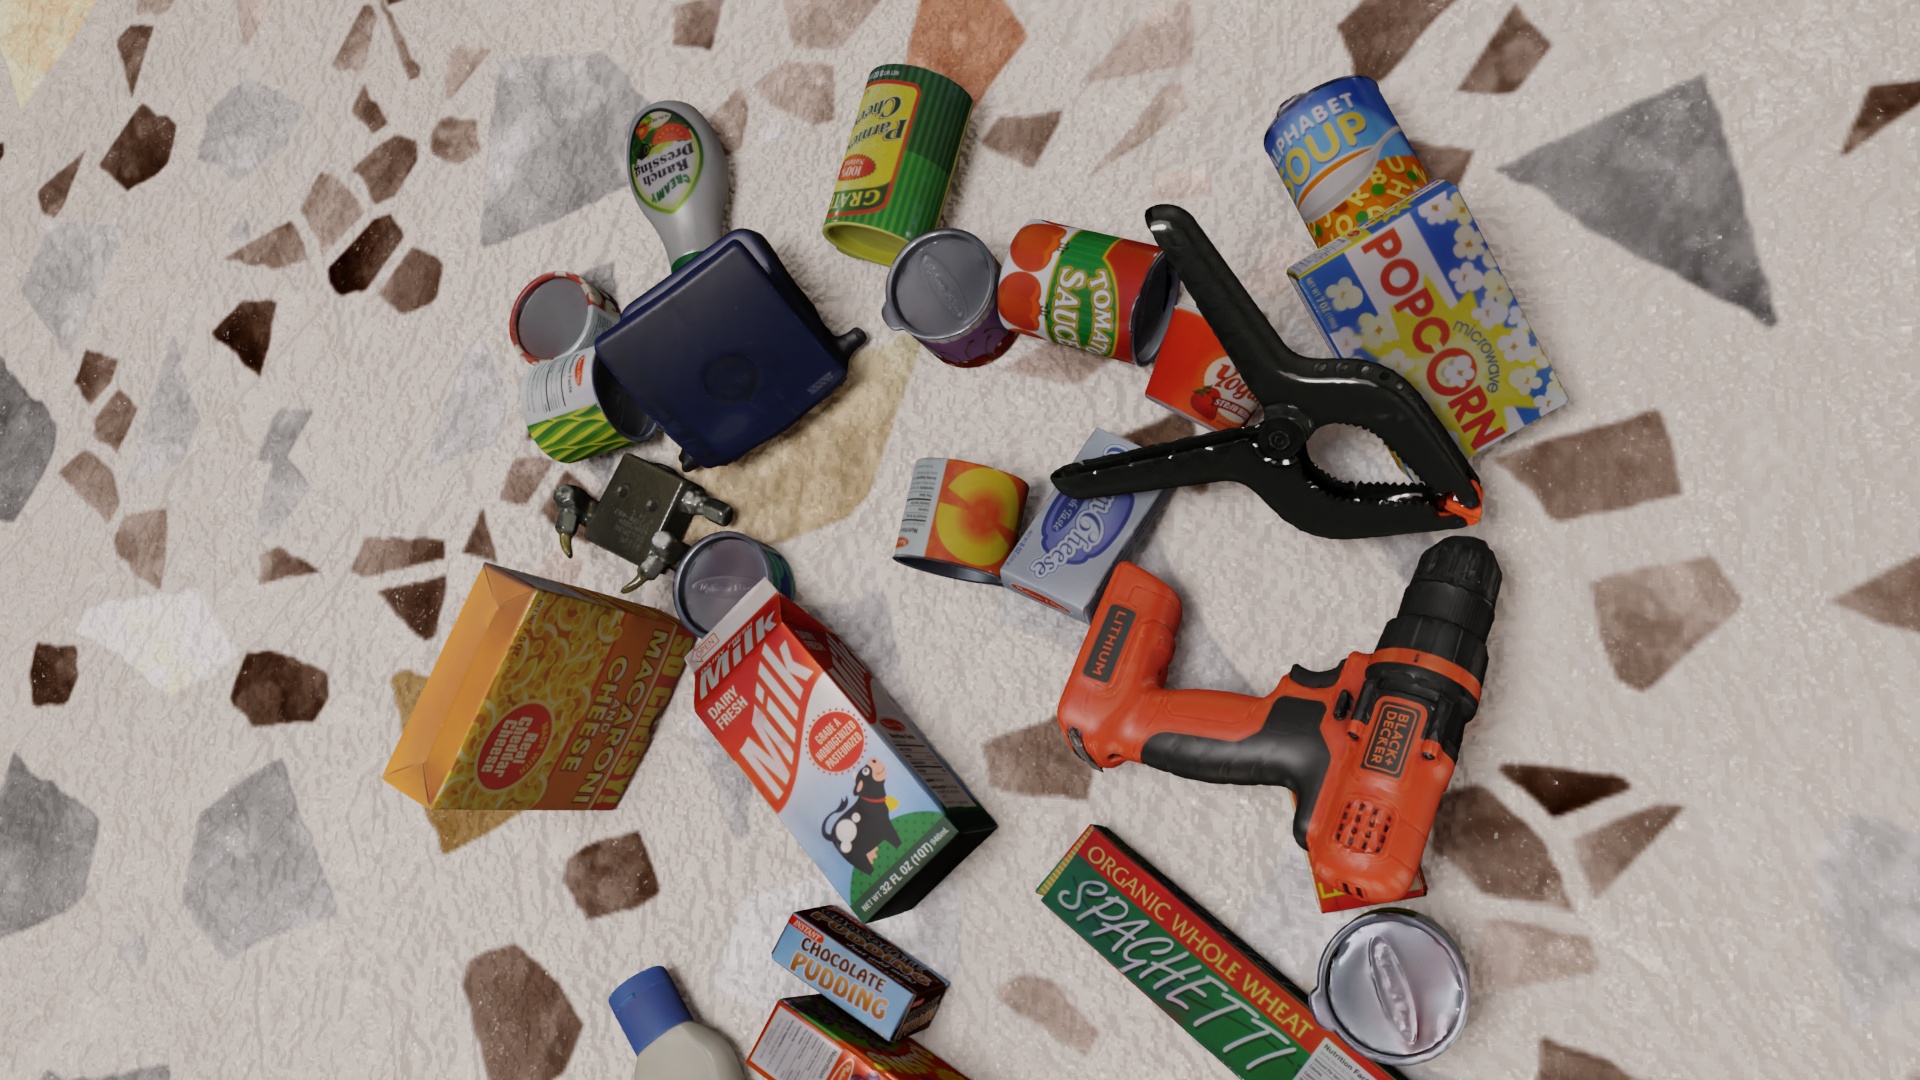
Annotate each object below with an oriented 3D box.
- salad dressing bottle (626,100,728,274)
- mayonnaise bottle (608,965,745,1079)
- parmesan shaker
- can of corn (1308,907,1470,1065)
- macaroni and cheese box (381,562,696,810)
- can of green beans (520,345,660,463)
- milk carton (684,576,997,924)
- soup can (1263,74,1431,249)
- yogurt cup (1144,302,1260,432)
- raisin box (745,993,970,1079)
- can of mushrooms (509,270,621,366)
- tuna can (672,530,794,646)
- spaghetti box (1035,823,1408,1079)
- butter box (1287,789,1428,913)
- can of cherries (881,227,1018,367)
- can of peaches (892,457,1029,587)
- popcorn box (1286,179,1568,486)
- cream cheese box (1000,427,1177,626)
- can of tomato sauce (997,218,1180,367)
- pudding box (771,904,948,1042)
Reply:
[{"bbox_3d":[-0.174,-0.208,0.889,0.064,0.044,0.148,-20,73,14],"label":"salad dressing bottle"},{"bbox_3d":[-0.144,0.307,0.766,0.064,0.041,0.148,-39,67,6],"label":"mayonnaise bottle"},{"bbox_3d":[-0.039,-0.223,0.833,0.071,0.071,0.103,12,83,22],"label":"parmesan shaker"},{"bbox_3d":[0.202,0.208,0.652,0.071,0.058,0.071,-4,77,19],"label":"can of corn"},{"bbox_3d":[-0.225,0.088,0.775,0.040,0.166,0.123,24,88,22],"label":"macaroni and cheese box"},{"bbox_3d":[-0.231,-0.086,0.868,0.058,0.071,0.071,-14,74,23],"label":"can of green beans"},{"bbox_3d":[-0.075,0.110,0.762,0.072,0.073,0.191,-45,71,7],"label":"milk carton"},{"bbox_3d":[0.206,-0.192,0.733,0.071,0.071,0.084,-26,71,13],"label":"soup can"},{"bbox_3d":[0.134,-0.089,0.741,0.072,0.072,0.054,29,98,23],"label":"yogurt cup"},{"bbox_3d":[-0.036,0.280,0.707,0.123,0.086,0.040,28,84,23],"label":"raisin box"},{"bbox_3d":[-0.261,-0.142,0.912,0.071,0.033,0.071,-4,78,19],"label":"can of mushrooms"},{"bbox_3d":[-0.135,0.032,0.827,0.071,0.033,0.071,-4,77,19],"label":"tuna can"},{"bbox_3d":[0.147,0.237,0.682,0.250,0.028,0.050,38,93,23],"label":"spaghetti box"},{"bbox_3d":[0.192,0.129,0.692,0.053,0.024,0.104,-16,72,17],"label":"butter box"},{"bbox_3d":[-0.005,-0.138,0.804,0.071,0.058,0.071,-4,78,19],"label":"can of cherries"},{"bbox_3d":[0.003,-0.010,0.771,0.071,0.071,0.058,9,81,21],"label":"can of peaches"},{"bbox_3d":[0.231,-0.102,0.689,0.085,0.038,0.126,-31,104,11],"label":"popcorn box"},{"bbox_3d":[0.071,-0.008,0.749,0.053,0.024,0.104,26,67,22],"label":"cream cheese box"},{"bbox_3d":[0.071,-0.138,0.771,0.083,0.071,0.071,19,85,23],"label":"can of tomato sauce"},{"bbox_3d":[-0.053,0.231,0.744,0.084,0.049,0.030,28,91,24],"label":"pudding box"}]
